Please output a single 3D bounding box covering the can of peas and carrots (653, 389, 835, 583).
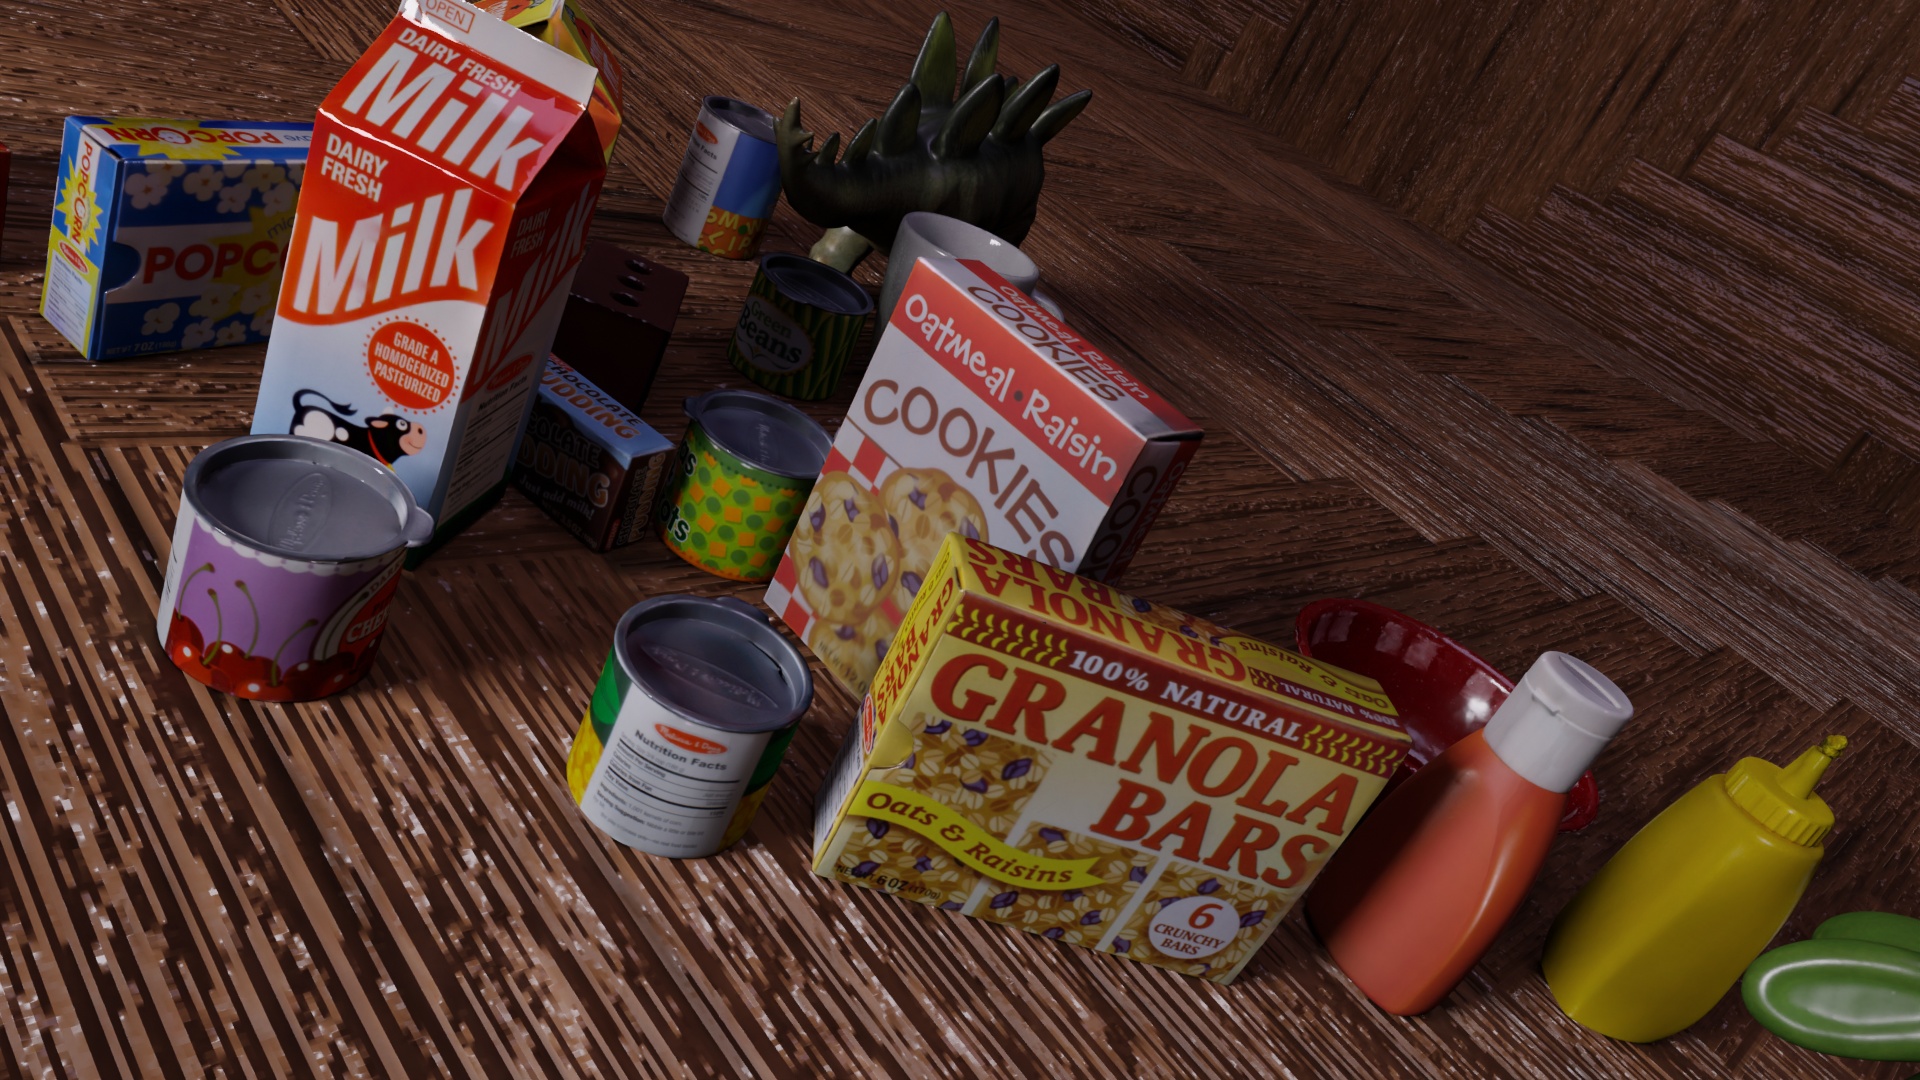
[{"bbox_3d":[-0.095,-0.024,0.600,0.071,0.058,0.071,21,27,-11],"label":"can of peas and carrots"}]

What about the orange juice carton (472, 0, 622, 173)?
[{"bbox_3d":[-0.193,-0.151,0.587,0.073,0.191,0.072,16,29,-22],"label":"orange juice carton"}]

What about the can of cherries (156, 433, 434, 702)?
[{"bbox_3d":[-0.209,0.009,0.437,0.071,0.058,0.072,21,27,-11],"label":"can of cherries"}]

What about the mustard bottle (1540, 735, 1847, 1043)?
[{"bbox_3d":[0.306,0.137,0.566,0.065,0.159,0.049,20,27,-14],"label":"mustard bottle"}]

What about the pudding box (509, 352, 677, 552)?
[{"bbox_3d":[-0.162,-0.039,0.576,0.084,0.049,0.030,36,28,17],"label":"pudding box"}]

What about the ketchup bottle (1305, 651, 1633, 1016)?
[{"bbox_3d":[0.192,0.109,0.525,0.043,0.148,0.065,5,34,-37],"label":"ketchup bottle"}]

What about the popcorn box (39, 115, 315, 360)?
[{"bbox_3d":[-0.296,-0.125,0.566,0.038,0.084,0.127,36,28,17],"label":"popcorn box"}]

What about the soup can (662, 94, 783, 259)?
[{"bbox_3d":[-0.145,-0.233,0.895,0.071,0.083,0.072,21,27,-11],"label":"soup can"}]

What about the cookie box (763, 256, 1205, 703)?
[{"bbox_3d":[0.002,-0.007,0.536,0.123,0.166,0.040,43,30,28],"label":"cookie box"}]

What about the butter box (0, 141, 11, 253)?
[{"bbox_3d":[-0.414,-0.155,0.547,0.103,0.053,0.024,38,28,20],"label":"butter box"}]

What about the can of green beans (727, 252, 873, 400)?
[{"bbox_3d":[-0.090,-0.119,0.773,0.071,0.057,0.071,21,27,-11],"label":"can of green beans"}]

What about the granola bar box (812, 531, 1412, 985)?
[{"bbox_3d":[0.048,0.080,0.472,0.165,0.123,0.039,19,27,-15],"label":"granola bar box"}]

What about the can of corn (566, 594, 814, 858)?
[{"bbox_3d":[-0.089,0.060,0.458,0.071,0.058,0.071,21,27,-11],"label":"can of corn"}]

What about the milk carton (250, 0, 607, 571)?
[{"bbox_3d":[-0.186,-0.093,0.493,0.072,0.189,0.074,27,26,-1],"label":"milk carton"}]
